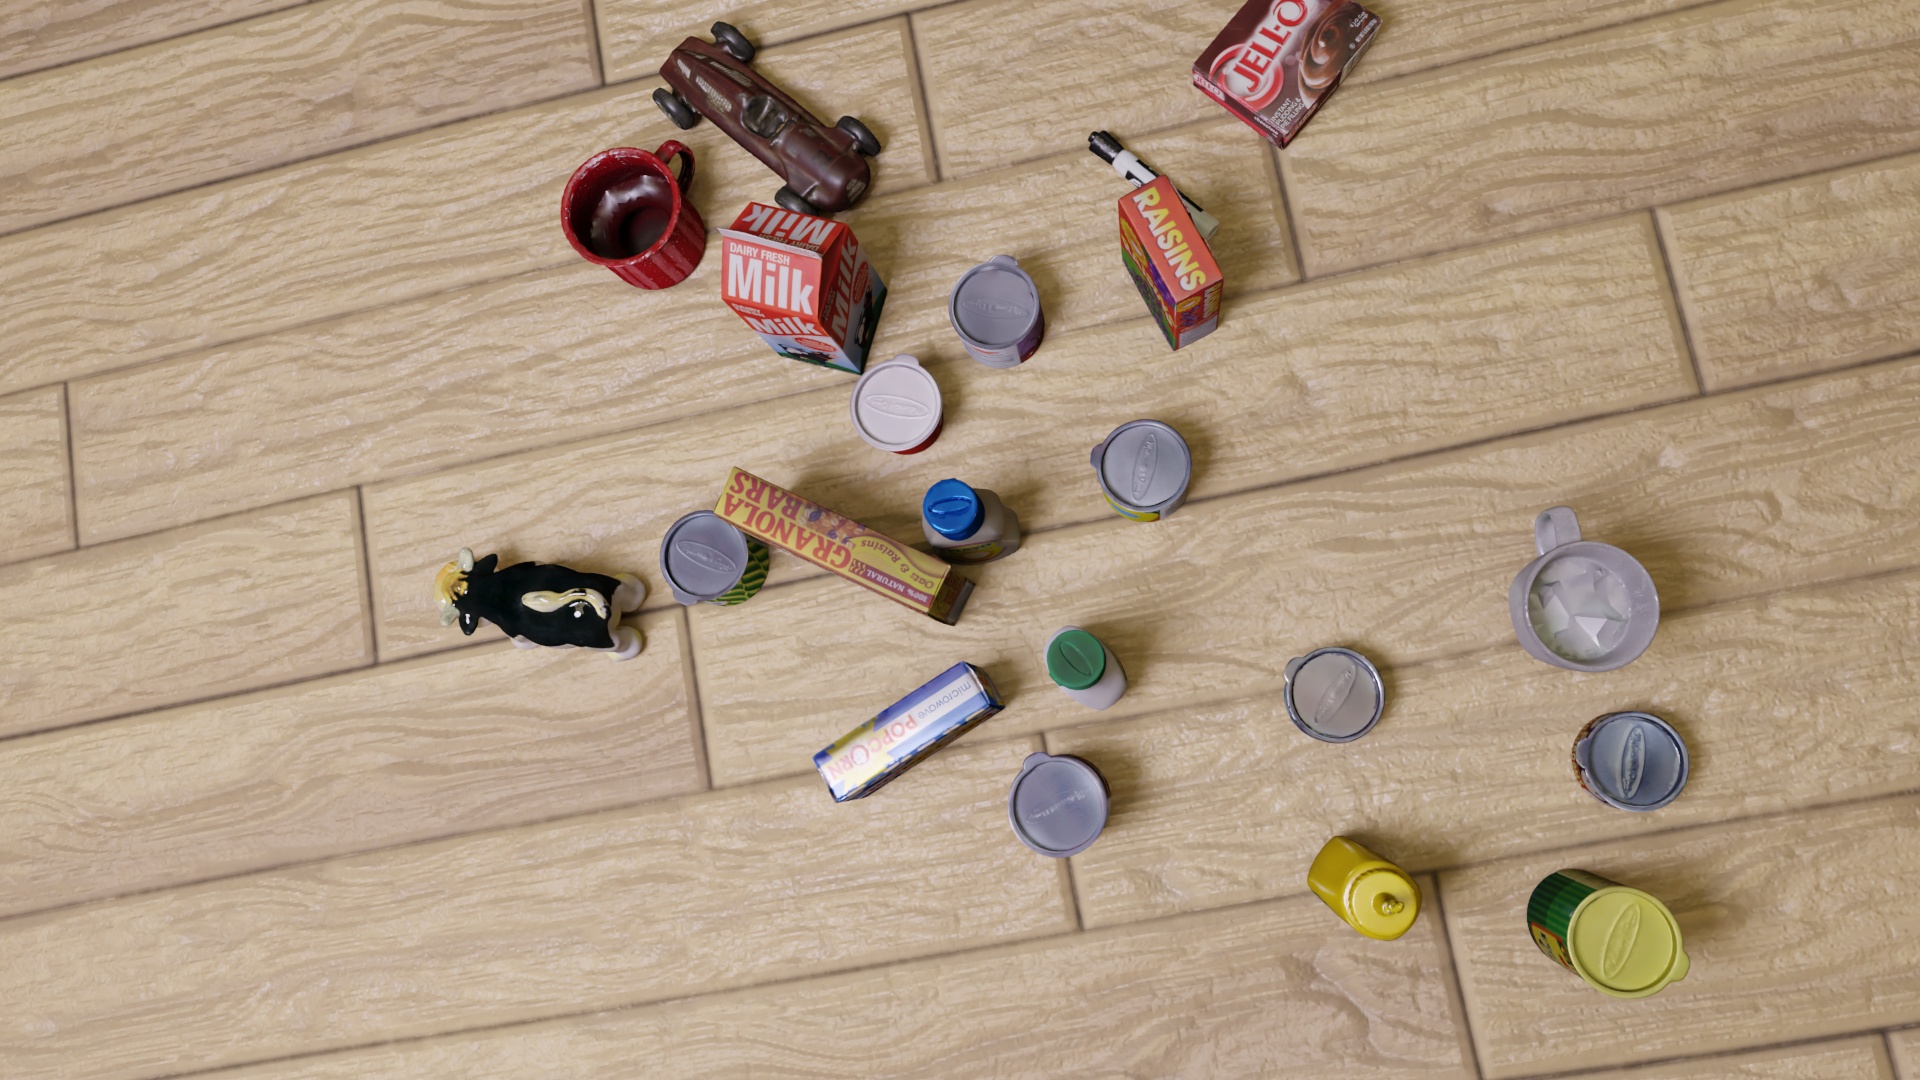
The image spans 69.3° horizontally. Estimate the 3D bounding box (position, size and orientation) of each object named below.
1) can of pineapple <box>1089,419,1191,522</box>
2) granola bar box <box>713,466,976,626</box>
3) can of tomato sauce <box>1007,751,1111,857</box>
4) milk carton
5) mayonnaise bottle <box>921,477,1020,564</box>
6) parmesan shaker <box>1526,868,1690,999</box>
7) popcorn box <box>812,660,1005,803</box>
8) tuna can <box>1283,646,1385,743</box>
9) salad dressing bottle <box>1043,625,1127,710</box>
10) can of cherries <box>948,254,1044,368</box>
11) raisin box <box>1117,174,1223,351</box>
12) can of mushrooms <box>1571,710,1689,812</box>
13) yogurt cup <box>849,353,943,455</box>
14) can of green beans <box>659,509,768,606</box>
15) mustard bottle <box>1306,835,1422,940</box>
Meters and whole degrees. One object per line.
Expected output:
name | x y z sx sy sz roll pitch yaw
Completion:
can of pineapple | 0.130 -0.050 0.992 0.071 0.058 0.071 -1 82 8
granola bar box | -0.079 0.008 0.980 0.166 0.124 0.039 24 86 11
can of tomato sauce | 0.068 0.179 0.954 0.071 0.083 0.071 -1 82 8
milk carton | -0.111 -0.180 0.978 0.072 0.190 0.073 15 85 10
mayonnaise bottle | 0.003 -0.012 0.958 0.065 0.148 0.041 -9 81 7
parmesan shaker | 0.409 0.250 0.884 0.071 0.103 0.071 -1 82 8
popcorn box | -0.034 0.134 0.974 0.127 0.085 0.038 -33 79 3
tuna can | 0.256 0.106 0.963 0.071 0.033 0.071 -1 82 8
salad dressing bottle | 0.082 0.084 0.933 0.044 0.147 0.064 -43 79 1
can of cherries | 0.029 -0.167 1.023 0.071 0.058 0.071 -1 82 8
raisin box | 0.148 -0.192 0.977 0.040 0.123 0.086 -27 79 4
can of mushrooms | 0.445 0.147 0.929 0.071 0.033 0.071 -1 82 8
yogurt cup | -0.043 -0.095 1.025 0.072 0.054 0.072 -1 82 8
can of green beans | -0.181 0.014 1.027 0.071 0.058 0.071 -1 82 8
mustard bottle | 0.259 0.223 0.880 0.065 0.160 0.049 33 88 11
